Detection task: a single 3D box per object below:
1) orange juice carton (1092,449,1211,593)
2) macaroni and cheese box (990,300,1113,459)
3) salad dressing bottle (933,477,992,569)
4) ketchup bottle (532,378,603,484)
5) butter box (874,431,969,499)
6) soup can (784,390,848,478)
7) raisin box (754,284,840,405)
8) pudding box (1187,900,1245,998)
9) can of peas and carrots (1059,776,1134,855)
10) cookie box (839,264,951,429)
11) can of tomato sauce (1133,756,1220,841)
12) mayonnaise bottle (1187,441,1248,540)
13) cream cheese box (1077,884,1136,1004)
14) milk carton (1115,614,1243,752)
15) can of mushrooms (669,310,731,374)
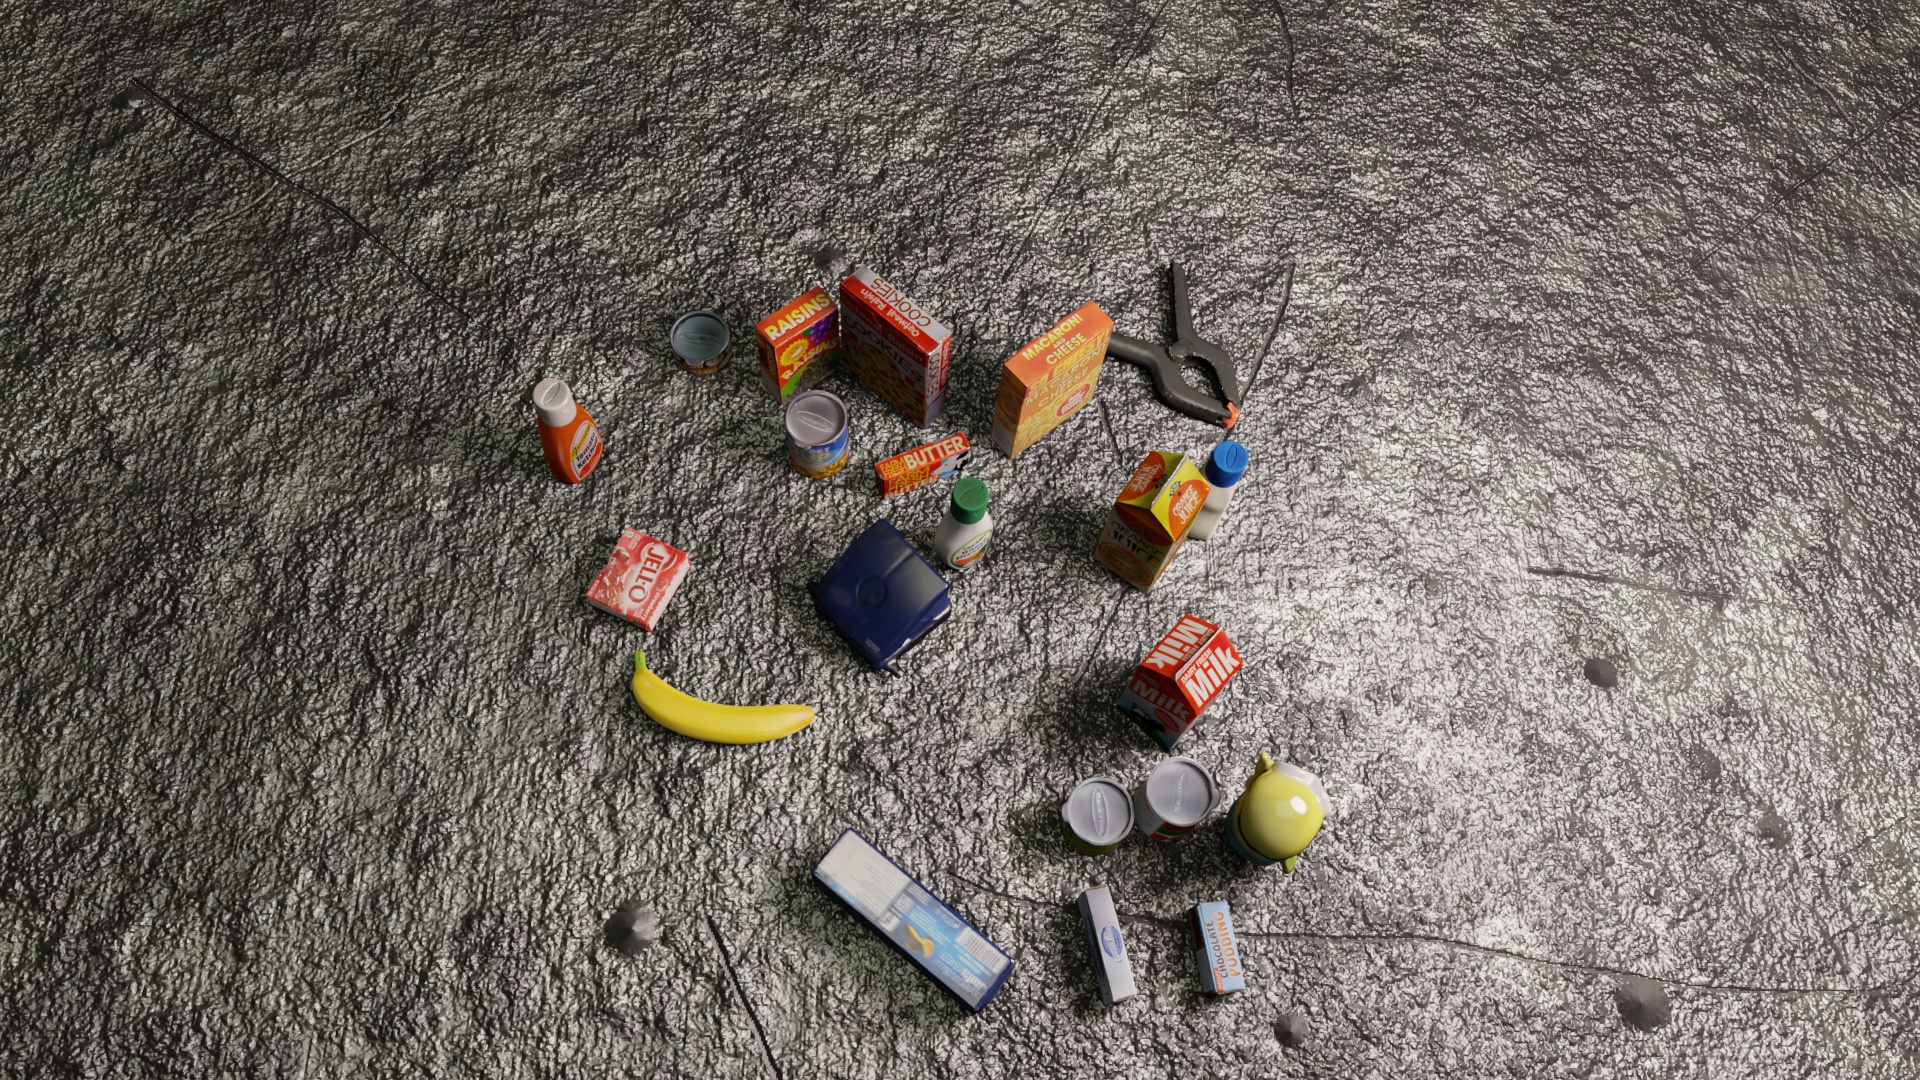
[{"bbox_3d":[0.195,-0.024,1.408,0.073,0.192,0.072,34,69,11],"label":"orange juice carton"},{"bbox_3d":[0.094,-0.169,1.479,0.124,0.165,0.040,-38,74,-17],"label":"macaroni and cheese box"},{"bbox_3d":[0.005,-0.018,1.418,0.064,0.147,0.044,-32,72,-15],"label":"salad dressing bottle"},{"bbox_3d":[-0.408,-0.116,1.433,0.043,0.148,0.065,24,68,7],"label":"ketchup bottle"},{"bbox_3d":[-0.041,-0.080,1.493,0.104,0.053,0.024,-21,70,-12],"label":"butter box"},{"bbox_3d":[-0.154,-0.110,1.482,0.071,0.083,0.071,1,67,-3],"label":"soup can"},{"bbox_3d":[-0.174,-0.210,1.503,0.086,0.123,0.040,-36,74,-17],"label":"raisin box"},{"bbox_3d":[0.241,0.385,1.311,0.030,0.049,0.084,-7,67,-6],"label":"pudding box"},{"bbox_3d":[0.129,0.269,1.349,0.071,0.058,0.071,1,67,-3],"label":"can of peas and carrots"},{"bbox_3d":[-0.071,-0.203,1.483,0.123,0.166,0.040,39,70,12],"label":"cookie box"},{"bbox_3d":[0.208,0.252,1.348,0.071,0.082,0.071,1,67,-3],"label":"can of tomato sauce"},{"bbox_3d":[0.266,-0.055,1.451,0.041,0.147,0.065,16,67,3],"label":"mayonnaise bottle"},{"bbox_3d":[0.137,0.380,1.304,0.024,0.053,0.104,-11,68,-8],"label":"cream cheese box"},{"bbox_3d":[0.213,0.135,1.342,0.073,0.189,0.072,41,71,13],"label":"milk carton"},{"bbox_3d":[-0.290,-0.218,1.548,0.071,0.033,0.071,1,67,-3],"label":"can of mushrooms"}]
